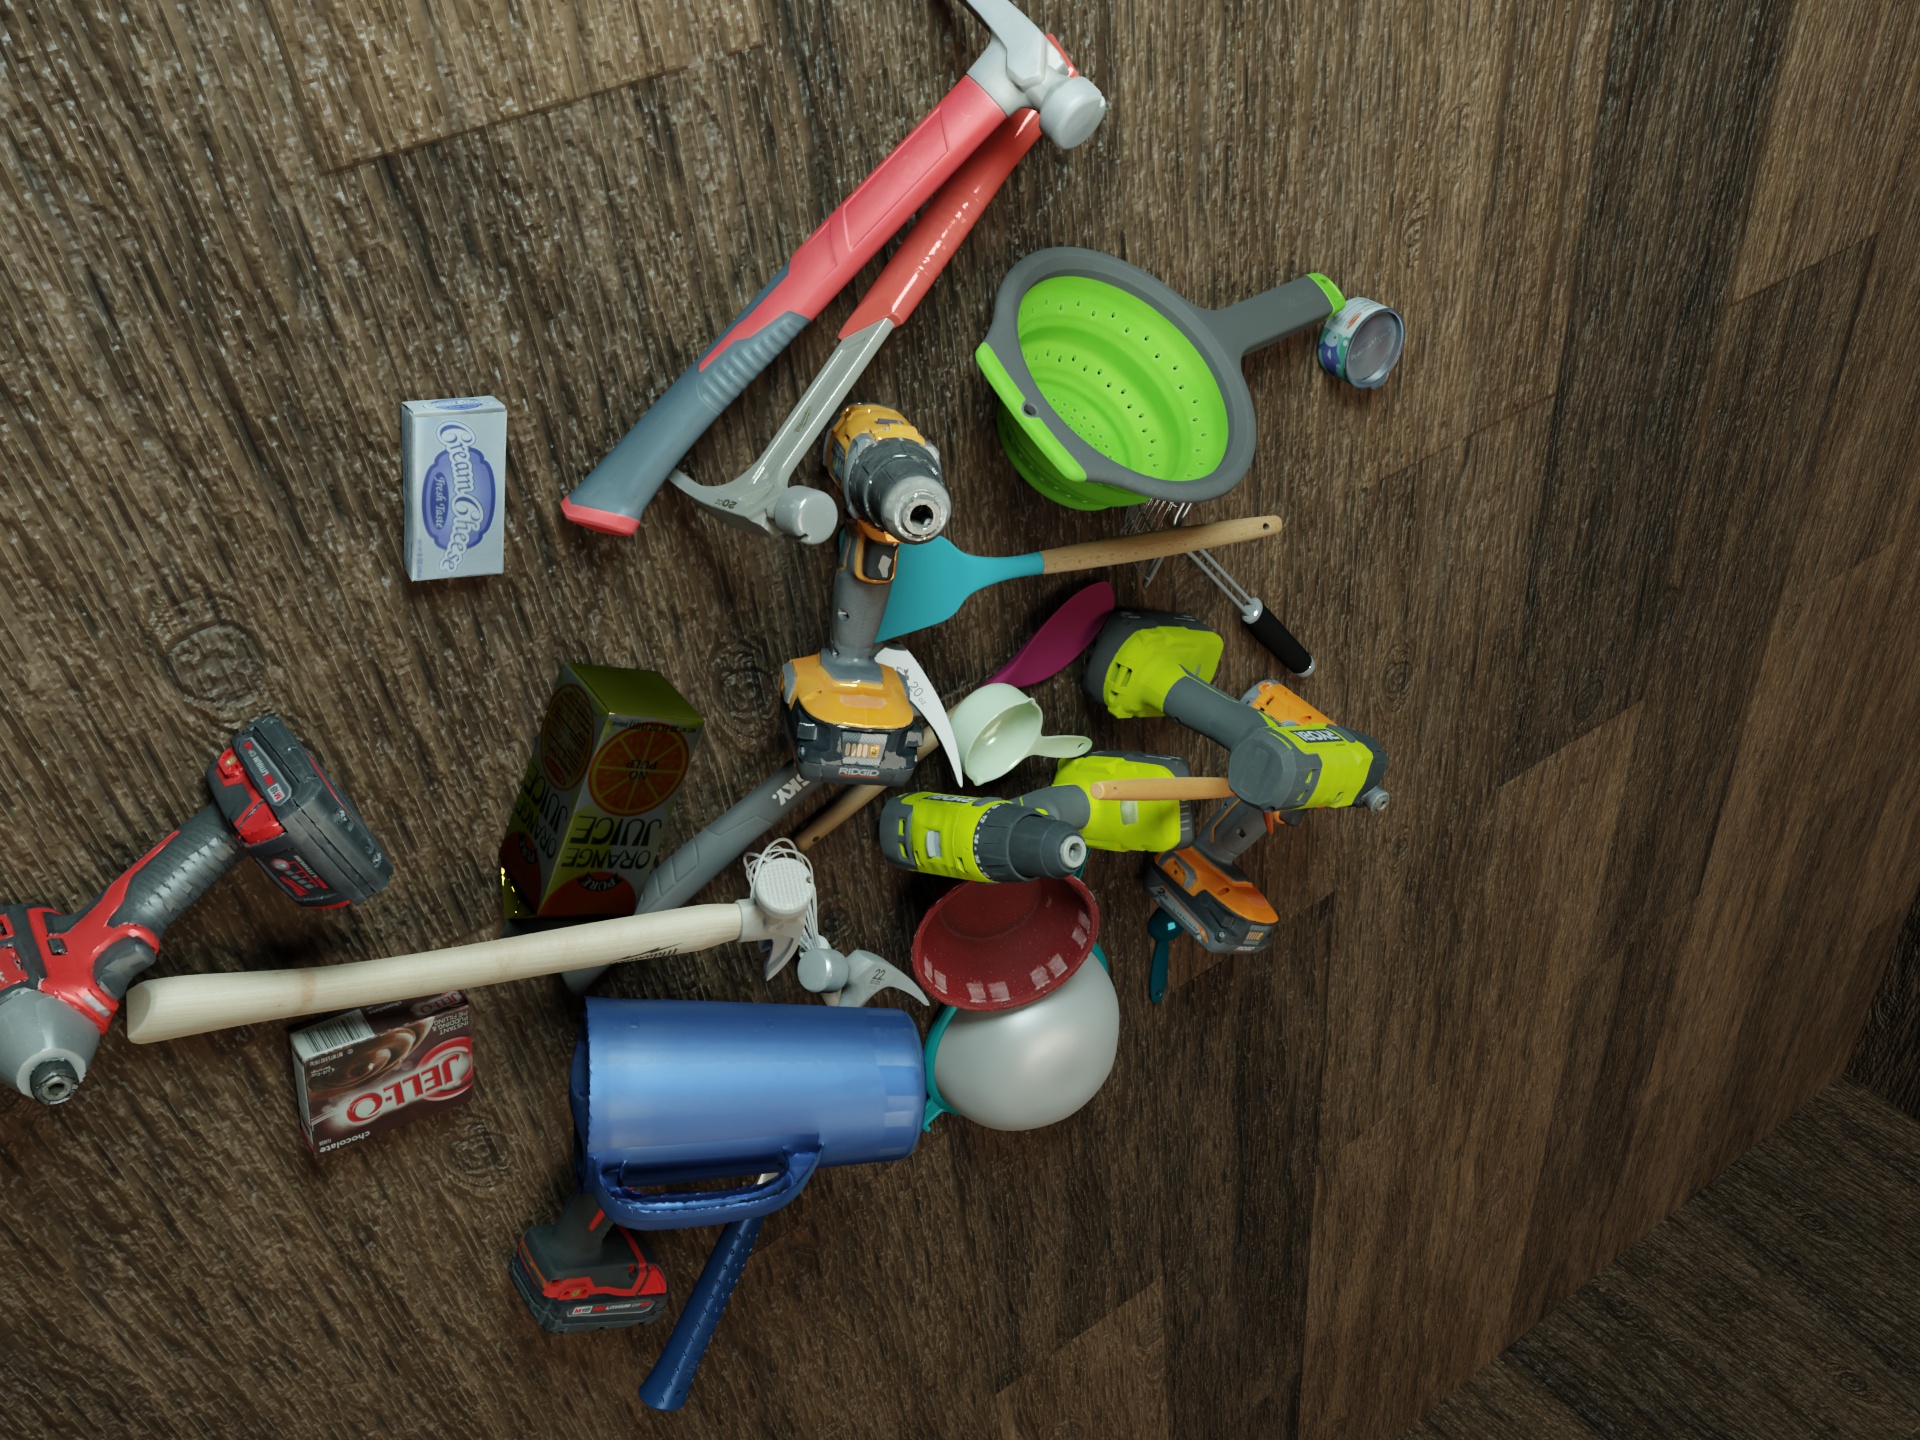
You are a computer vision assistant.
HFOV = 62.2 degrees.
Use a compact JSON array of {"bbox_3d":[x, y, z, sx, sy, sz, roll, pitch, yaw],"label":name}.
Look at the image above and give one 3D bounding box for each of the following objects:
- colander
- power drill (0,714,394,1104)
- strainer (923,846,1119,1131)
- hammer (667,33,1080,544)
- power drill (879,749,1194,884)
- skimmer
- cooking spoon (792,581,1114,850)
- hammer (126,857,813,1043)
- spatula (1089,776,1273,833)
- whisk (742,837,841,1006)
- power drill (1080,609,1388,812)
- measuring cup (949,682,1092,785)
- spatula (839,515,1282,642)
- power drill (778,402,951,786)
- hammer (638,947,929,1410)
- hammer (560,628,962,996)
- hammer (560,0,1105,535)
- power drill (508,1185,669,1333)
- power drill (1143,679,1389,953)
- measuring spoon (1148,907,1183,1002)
[{"bbox_3d":[0.145,-0.241,1.127,0.397,0.204,0.094,-30,171,-41],"label":"colander"},{"bbox_3d":[-0.433,0.107,0.867,0.219,0.143,0.078,-38,133,-15],"label":"power drill"},{"bbox_3d":[0.090,0.247,1.427,0.211,0.095,0.340,-6,124,-36],"label":"strainer"},{"bbox_3d":[-0.040,-0.267,0.966,0.036,0.149,0.359,41,78,-44],"label":"hammer"},{"bbox_3d":[0.077,0.079,1.236,0.228,0.191,0.080,-10,98,-41],"label":"power drill"},{"bbox_3d":[0.236,-0.109,1.296,0.362,0.090,0.127,35,80,-48],"label":"skimmer"},{"bbox_3d":[-0.002,-0.004,1.230,0.319,0.017,0.068,-39,146,-11],"label":"cooking spoon"},{"bbox_3d":[-0.303,0.159,1.019,0.410,0.038,0.146,-7,154,-18],"label":"hammer"},{"bbox_3d":[0.188,0.053,1.246,0.322,0.041,0.081,2,87,-52],"label":"spatula"},{"bbox_3d":[-0.118,0.175,1.244,0.059,0.058,0.246,-62,151,-33],"label":"whisk"},{"bbox_3d":[0.219,-0.004,1.254,0.171,0.223,0.080,-2,120,-45],"label":"power drill"},{"bbox_3d":[0.049,0.009,1.252,0.167,0.038,0.083,5,122,-54],"label":"measuring cup"},{"bbox_3d":[0.076,-0.116,1.112,0.317,0.044,0.082,-10,98,-15],"label":"spatula"},{"bbox_3d":[-0.055,-0.073,0.992,0.084,0.185,0.226,4,110,-16],"label":"power drill"},{"bbox_3d":[-0.151,0.367,1.270,0.144,0.035,0.405,18,100,-53],"label":"hammer"},{"bbox_3d":[-0.150,0.077,1.123,0.335,0.035,0.146,-40,103,-2],"label":"hammer"},{"bbox_3d":[-0.101,-0.261,0.926,0.386,0.143,0.038,-43,163,10],"label":"hammer"},{"bbox_3d":[-0.239,0.364,1.258,0.187,0.080,0.226,14,106,-44],"label":"power drill"},{"bbox_3d":[0.277,0.098,1.426,0.084,0.164,0.226,10,114,-45],"label":"power drill"},{"bbox_3d":[0.203,0.234,1.564,0.042,0.021,0.128,-20,129,-28],"label":"measuring spoon"}]
